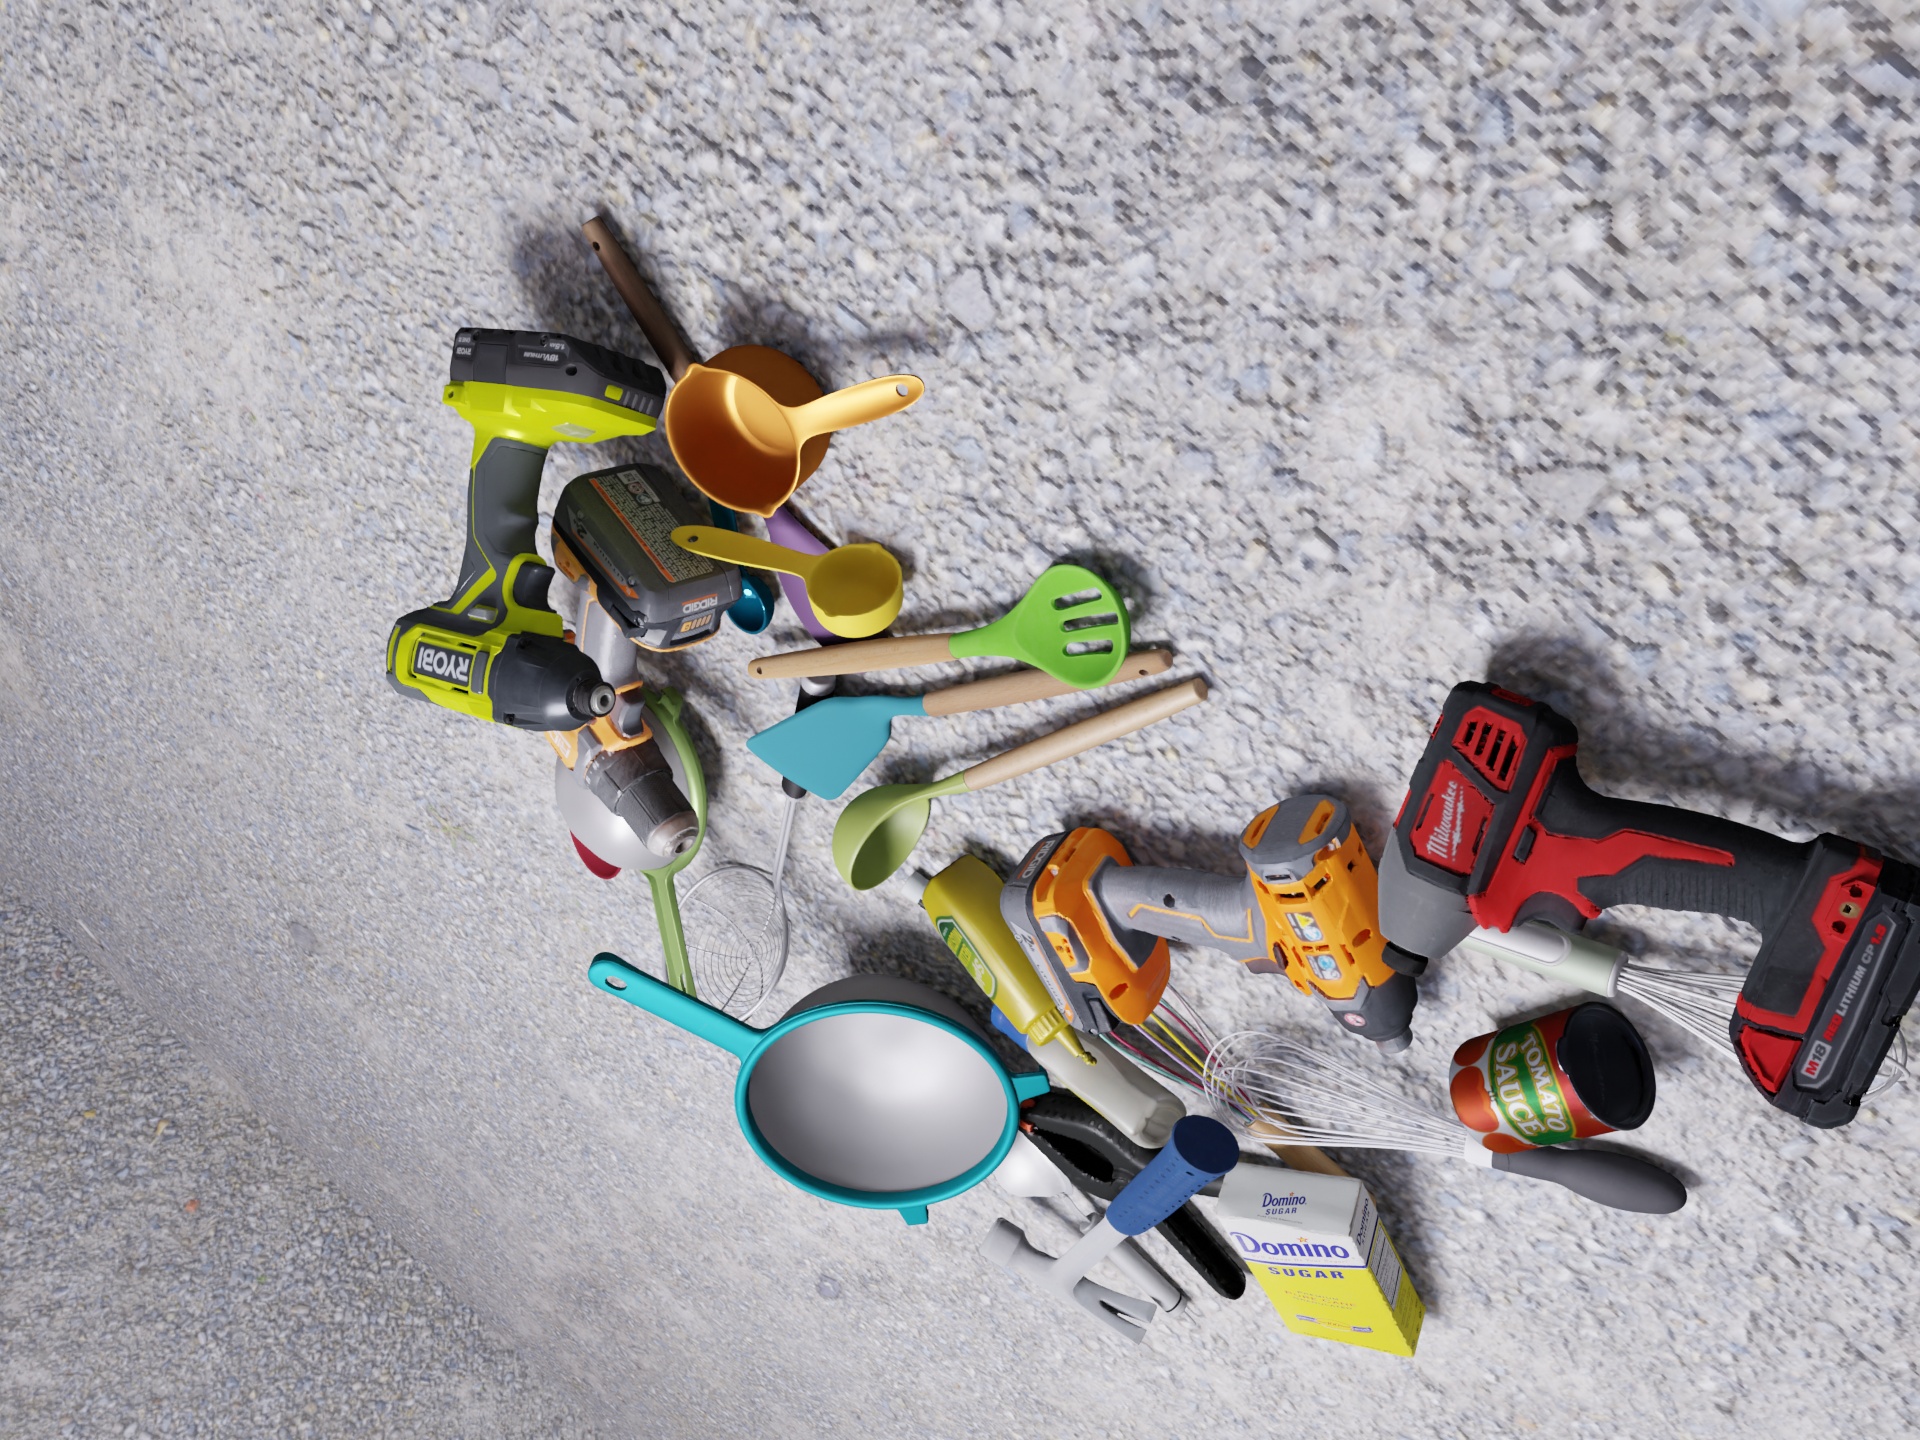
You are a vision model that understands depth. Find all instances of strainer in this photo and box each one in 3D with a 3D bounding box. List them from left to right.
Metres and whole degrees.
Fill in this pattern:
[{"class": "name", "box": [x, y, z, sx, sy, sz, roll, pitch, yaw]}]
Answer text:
[{"class": "strainer", "box": [-0.250, 0.103, 1.190, 0.151, 0.069, 0.256, -6, 97, 44]}, {"class": "strainer", "box": [-0.114, 0.234, 1.190, 0.340, 0.095, 0.211, 29, 119, -13]}, {"class": "strainer", "box": [0.098, 0.395, 1.258, 0.258, 0.050, 0.087, 45, 159, -8]}]

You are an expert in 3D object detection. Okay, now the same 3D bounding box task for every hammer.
[{"class": "hammer", "box": [0.116, 0.355, 1.114, 0.144, 0.035, 0.405, 30, 149, 7]}]

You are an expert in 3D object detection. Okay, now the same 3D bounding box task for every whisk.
[{"class": "whisk", "box": [0.177, 0.246, 1.044, 0.245, 0.051, 0.047, 41, 137, -2]}, {"class": "whisk", "box": [0.277, 0.245, 0.946, 0.285, 0.070, 0.070, 9, 131, 30]}, {"class": "whisk", "box": [0.335, 0.129, 0.792, 0.246, 0.058, 0.059, 18, 166, 35]}]

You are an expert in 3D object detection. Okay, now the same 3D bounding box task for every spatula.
[{"class": "spatula", "box": [-0.134, -0.157, 0.957, 0.060, 0.018, 0.315, -13, 117, 40]}, {"class": "spatula", "box": [-0.002, -0.003, 0.965, 0.317, 0.044, 0.082, -11, 142, 44]}]

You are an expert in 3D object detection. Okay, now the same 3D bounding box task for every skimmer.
[{"class": "skimmer", "box": [-0.156, 0.093, 1.154, 0.127, 0.090, 0.363, 61, 150, 32]}]

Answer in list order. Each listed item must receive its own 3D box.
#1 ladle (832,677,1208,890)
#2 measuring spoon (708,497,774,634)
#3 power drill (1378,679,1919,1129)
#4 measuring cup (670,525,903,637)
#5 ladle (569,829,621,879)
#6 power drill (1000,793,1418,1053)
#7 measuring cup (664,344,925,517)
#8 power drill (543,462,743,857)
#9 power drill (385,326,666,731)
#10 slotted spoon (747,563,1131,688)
[{"class": "ladle", "box": [0.030, 0.040, 0.970, 0.320, 0.078, 0.062, -24, 93, 44]}, {"class": "measuring spoon", "box": [-0.140, -0.116, 1.008, 0.042, 0.021, 0.128, 15, 126, 38]}, {"class": "power drill", "box": [0.300, 0.084, 0.714, 0.220, 0.078, 0.143, 25, 102, 23]}, {"class": "measuring cup", "box": [-0.105, -0.088, 0.957, 0.156, 0.062, 0.029, 17, 147, 21]}, {"class": "ladle", "box": [-0.326, -0.003, 1.267, 0.069, 0.031, 0.315, 13, 131, 35]}, {"class": "power drill", "box": [0.151, 0.130, 0.928, 0.226, 0.084, 0.164, -10, 119, 42]}, {"class": "measuring cup", "box": [-0.082, -0.173, 0.875, 0.173, 0.052, 0.095, -9, 119, 33]}, {"class": "power drill", "box": [-0.215, -0.031, 1.048, 0.185, 0.084, 0.226, 50, 137, 20]}, {"class": "power drill", "box": [-0.249, -0.108, 0.930, 0.171, 0.080, 0.223, 13, 93, 35]}, {"class": "slotted spoon", "box": [-0.021, -0.044, 0.945, 0.314, 0.031, 0.070, -5, 102, 42]}]
